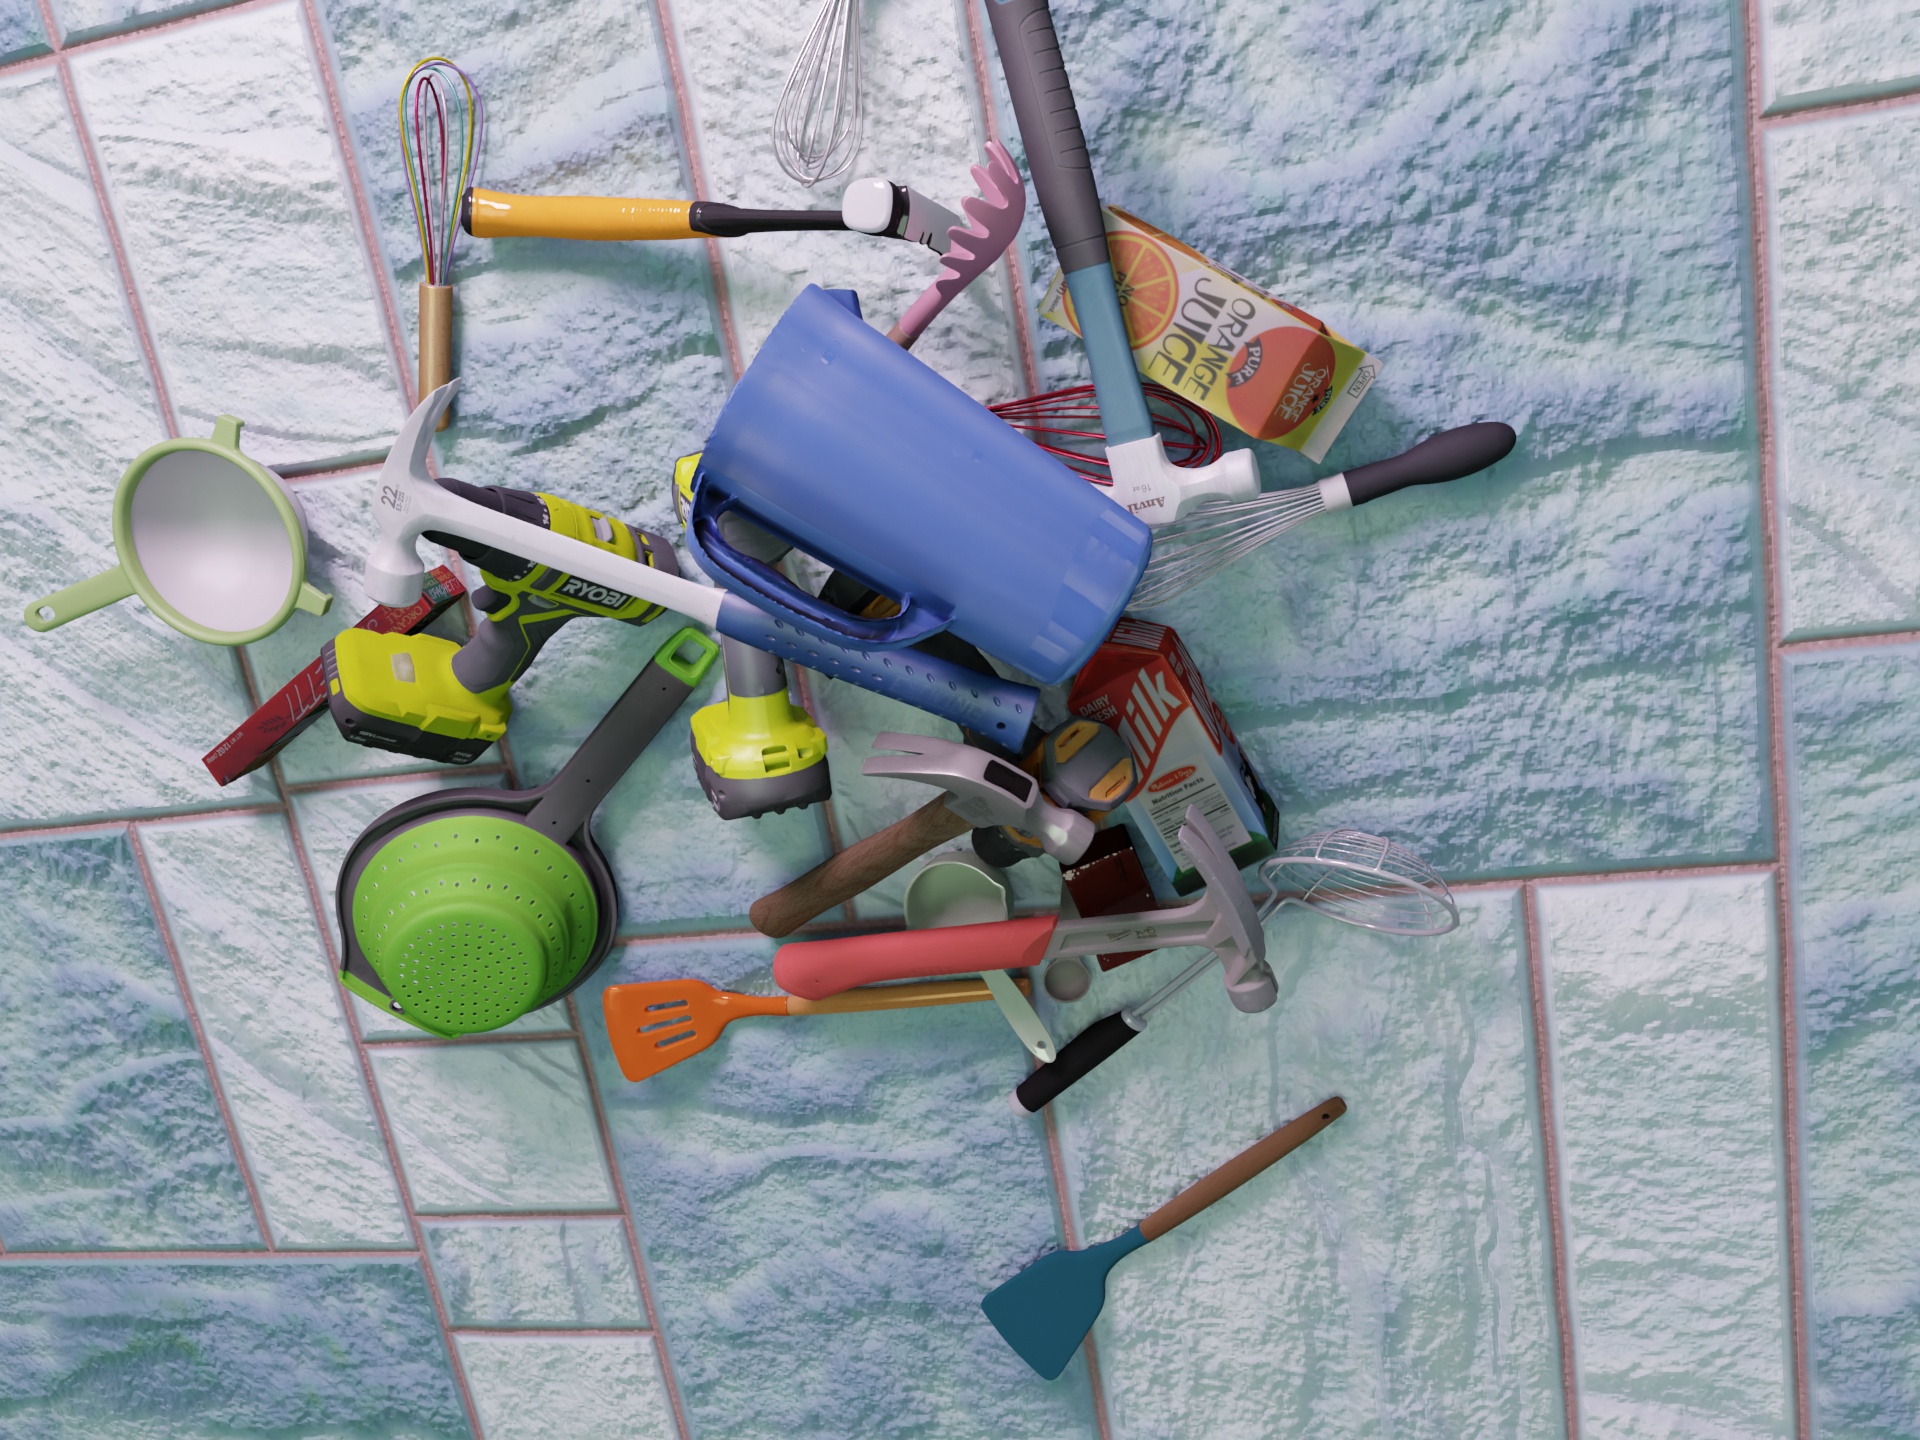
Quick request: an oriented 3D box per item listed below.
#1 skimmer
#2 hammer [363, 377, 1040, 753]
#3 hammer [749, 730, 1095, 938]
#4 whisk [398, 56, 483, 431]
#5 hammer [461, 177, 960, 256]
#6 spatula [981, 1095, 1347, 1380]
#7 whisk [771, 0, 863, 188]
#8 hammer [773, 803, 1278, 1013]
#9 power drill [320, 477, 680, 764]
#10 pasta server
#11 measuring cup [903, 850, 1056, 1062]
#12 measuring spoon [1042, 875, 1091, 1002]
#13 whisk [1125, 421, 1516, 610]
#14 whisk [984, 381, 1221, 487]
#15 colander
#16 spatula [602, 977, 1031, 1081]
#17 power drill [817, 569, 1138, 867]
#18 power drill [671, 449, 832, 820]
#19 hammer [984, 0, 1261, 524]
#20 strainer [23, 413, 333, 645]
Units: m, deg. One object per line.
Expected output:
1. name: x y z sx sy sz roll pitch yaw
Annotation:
1. skimmer: 0.167 0.191 1.075 0.127 0.090 0.363 31 119 -32
2. hammer: -0.148 -0.073 0.926 0.405 0.035 0.144 20 117 1
3. hammer: -0.058 0.089 1.043 0.130 0.031 0.331 34 145 -17
4. whisk: -0.356 -0.315 1.067 0.051 0.047 0.244 13 113 8
5. hammer: -0.168 -0.315 1.001 0.337 0.127 0.034 8 98 22
6. spatula: 0.155 0.368 1.161 0.317 0.044 0.082 -41 91 21
7. whisk: -0.068 -0.445 0.954 0.057 0.059 0.246 6 109 -27
8. hammer: 0.021 0.143 1.057 0.359 0.037 0.149 -10 121 30
9. power drill: -0.327 -0.070 1.070 0.228 0.190 0.080 -37 58 26
10. pasta server: -0.050 -0.225 0.958 0.040 0.060 0.316 30 142 -19
11. measuring cup: 0.025 0.167 1.129 0.083 0.038 0.167 -29 98 22
12. measuring spoon: 0.079 0.139 1.124 0.034 0.018 0.124 5 102 -2
13. whisk: 0.201 -0.129 0.985 0.284 0.070 0.070 -17 103 13
14. whisk: 0.019 -0.188 1.010 0.296 0.073 0.073 9 110 17
15. colander: -0.302 0.099 1.134 0.204 0.095 0.397 35 106 -23
16. spatula: -0.106 0.214 1.178 0.322 0.041 0.081 -7 105 15
17. power drill: -0.002 -0.003 1.039 0.226 0.084 0.185 47 152 3
18. power drill: -0.144 -0.063 1.042 0.080 0.171 0.223 -11 111 -17
19. hammer: 0.069 -0.270 0.899 0.128 0.033 0.331 -12 105 19
20. strainer: -0.574 -0.119 1.169 0.256 0.069 0.151 -18 105 19
